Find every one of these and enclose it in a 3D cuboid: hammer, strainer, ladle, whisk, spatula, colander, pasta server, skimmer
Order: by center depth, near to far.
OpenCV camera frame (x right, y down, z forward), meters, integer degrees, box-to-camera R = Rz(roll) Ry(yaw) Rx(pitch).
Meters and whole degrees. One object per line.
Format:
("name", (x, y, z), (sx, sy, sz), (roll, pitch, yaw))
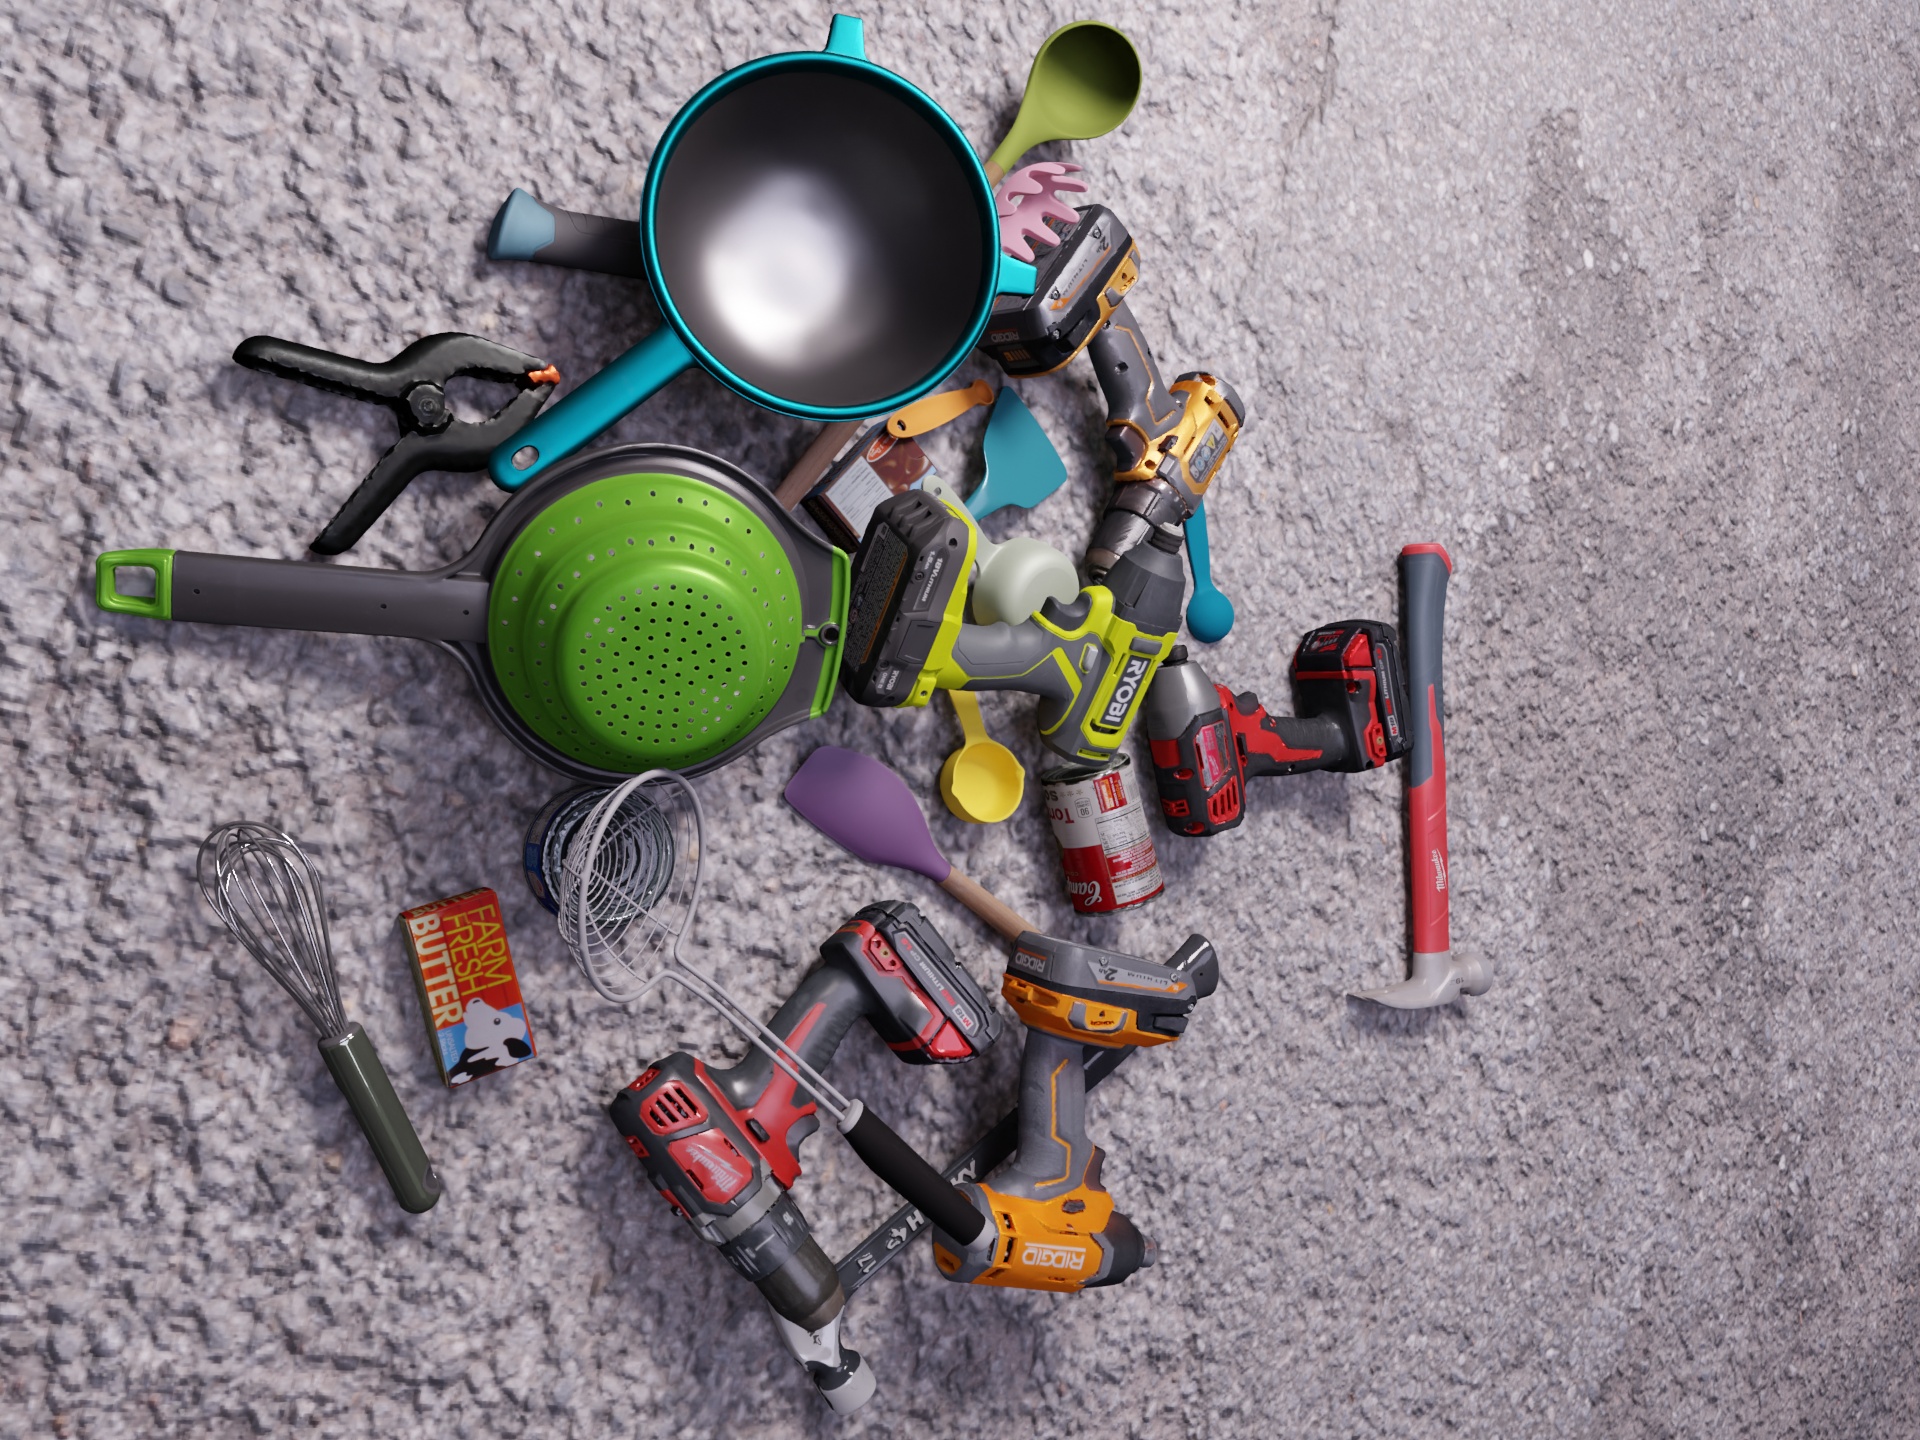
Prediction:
("colander", (-0.245, -0.049, 0.846), (0.397, 0.095, 0.204), (4, 108, -19))
("whisk", (-0.342, 0.165, 0.864), (0.059, 0.058, 0.246), (-19, 105, 3))
("skimmer", (-0.087, 0.181, 0.902), (0.363, 0.090, 0.127), (46, 42, -16))
("strainer", (-0.136, -0.238, 0.940), (0.340, 0.095, 0.211), (-39, 101, -10))
("hammer", (-0.132, -0.287, 1.008), (0.330, 0.033, 0.128), (0, 88, -33))
("pasta server", (-0.029, -0.238, 1.024), (0.316, 0.040, 0.060), (-52, 158, -5))
("ladle", (0.016, -0.351, 1.054), (0.320, 0.062, 0.078), (-53, 124, -22))
("spatula", (-0.036, -0.104, 1.075), (0.317, 0.044, 0.082), (-46, 113, -20))
("hammer", (0.033, 0.279, 1.096), (0.409, 0.036, 0.149), (-36, 107, -25))
("spatula", (0.007, 0.118, 1.100), (0.315, 0.018, 0.060), (40, 87, -26))
("hammer", (0.380, 0.045, 1.332), (0.143, 0.038, 0.386), (-2, 91, -31))

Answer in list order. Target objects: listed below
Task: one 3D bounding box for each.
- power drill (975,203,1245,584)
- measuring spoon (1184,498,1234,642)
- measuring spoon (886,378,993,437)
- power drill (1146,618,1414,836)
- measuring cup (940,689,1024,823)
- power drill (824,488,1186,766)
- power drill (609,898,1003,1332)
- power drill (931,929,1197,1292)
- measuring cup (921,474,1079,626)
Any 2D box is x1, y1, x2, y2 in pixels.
("power drill", (0.101, -0.220, 1.120), (0.226, 0.084, 0.185), (47, 64, -35))
("measuring spoon", (0.190, -0.123, 1.219), (0.042, 0.021, 0.128), (-13, 98, -32))
("measuring spoon", (-0.015, -0.210, 1.078), (0.117, 0.011, 0.021), (-33, 96, -46))
("power drill", (0.237, -0.006, 1.220), (0.219, 0.078, 0.143), (-17, 98, -29))
("measuring cup", (-0.002, -0.004, 1.099), (0.062, 0.029, 0.156), (-15, 86, -33))
("power drill", (0.040, -0.067, 1.036), (0.223, 0.080, 0.171), (10, 113, -33))
("power drill", (-0.080, 0.241, 0.990), (0.227, 0.080, 0.188), (-39, 94, -25))
("power drill", (0.082, 0.267, 1.061), (0.164, 0.084, 0.226), (17, 85, -28))
("measuring cup", (0.027, -0.109, 1.072), (0.083, 0.038, 0.167), (-53, 137, -9))
